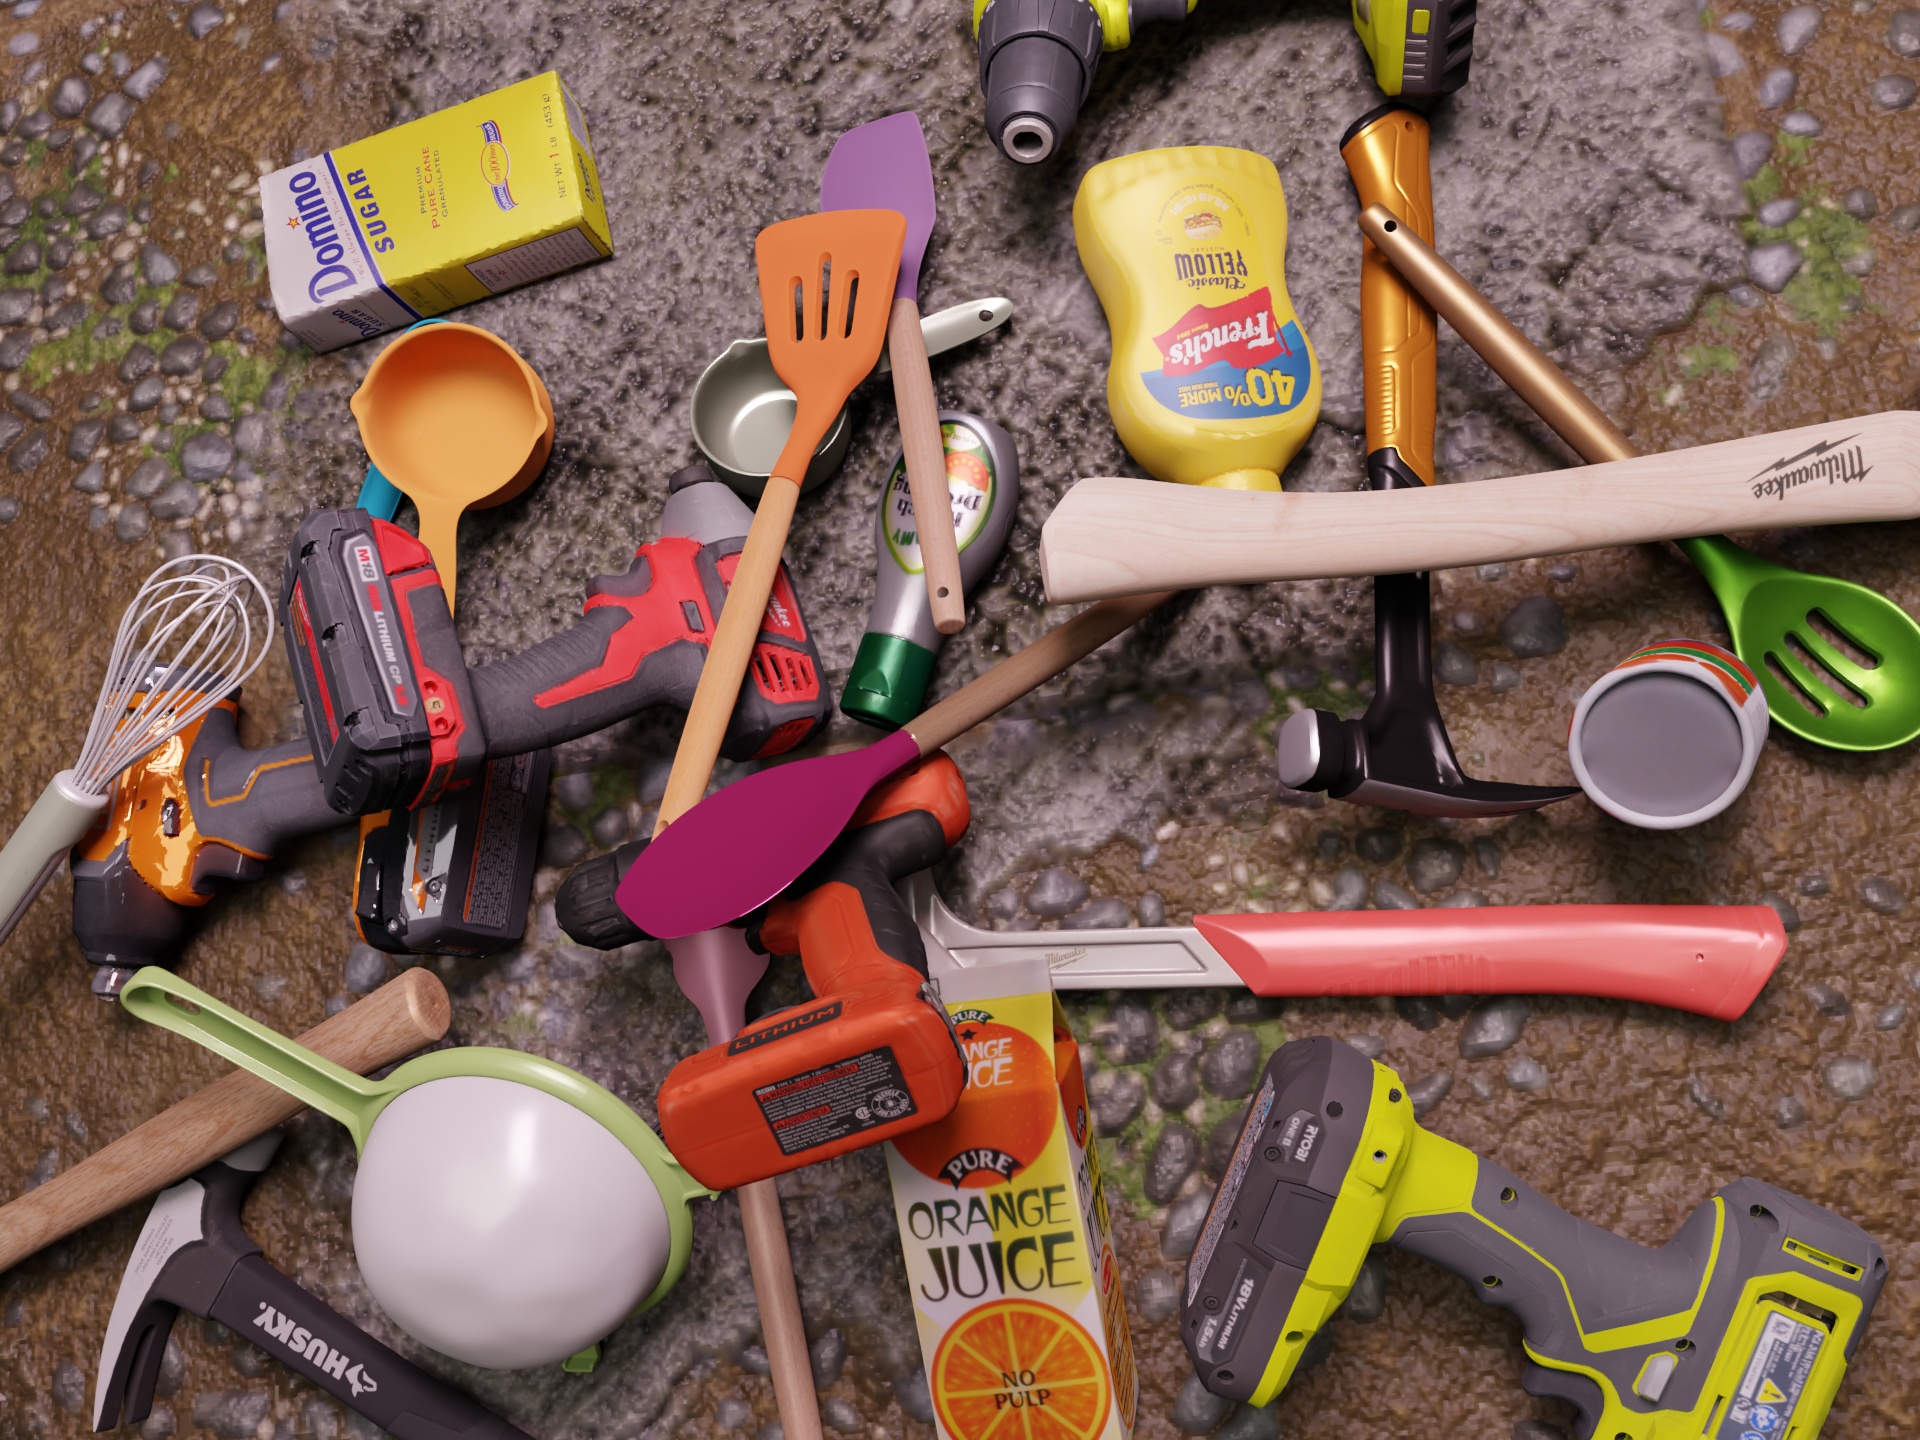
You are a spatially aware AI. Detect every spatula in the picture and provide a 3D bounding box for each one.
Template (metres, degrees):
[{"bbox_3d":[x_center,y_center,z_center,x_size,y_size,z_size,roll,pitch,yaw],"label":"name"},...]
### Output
[{"bbox_3d":[-0.088,-0.088,0.696,0.081,0.041,0.323,1,62,24],"label":"spatula"},{"bbox_3d":[-0.027,-0.173,0.744,0.060,0.018,0.316,-16,59,11],"label":"spatula"}]

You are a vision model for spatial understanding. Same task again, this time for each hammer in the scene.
[{"bbox_3d":[0.149,0.089,0.671,0.359,0.036,0.149,-3,76,11],"label":"hammer"},{"bbox_3d":[0.238,-0.074,0.629,0.410,0.038,0.146,-6,73,-1],"label":"hammer"},{"bbox_3d":[0.200,-0.123,0.697,0.127,0.034,0.337,9,71,-17],"label":"hammer"},{"bbox_3d":[-0.233,0.312,0.698,0.335,0.035,0.146,25,82,16],"label":"hammer"},{"bbox_3d":[-0.370,0.202,0.721,0.331,0.031,0.130,-29,61,11],"label":"hammer"}]

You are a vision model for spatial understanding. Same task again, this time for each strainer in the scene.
[{"bbox_3d":[-0.234,0.184,0.639,0.256,0.069,0.151,31,120,-6],"label":"strainer"}]

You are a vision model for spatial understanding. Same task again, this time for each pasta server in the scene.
[{"bbox_3d":[-0.090,0.192,0.703,0.060,0.040,0.316,-14,78,8],"label":"pasta server"}]

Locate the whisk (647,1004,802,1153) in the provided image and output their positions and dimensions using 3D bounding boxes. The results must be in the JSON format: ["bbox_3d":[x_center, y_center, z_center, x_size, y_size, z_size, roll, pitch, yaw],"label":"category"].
[{"bbox_3d":[-0.131,0.182,0.679,0.239,0.055,0.055,-32,72,22],"label":"whisk"}]

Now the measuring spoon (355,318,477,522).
[{"bbox_3d":[-0.287,-0.146,0.829,0.042,0.021,0.128,23,91,1],"label":"measuring spoon"}]

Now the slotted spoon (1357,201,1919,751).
[{"bbox_3d":[0.282,-0.109,0.673,0.070,0.031,0.314,-42,81,-1],"label":"slotted spoon"}]

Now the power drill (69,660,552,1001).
[{"bbox_3d":[-0.319,0.058,0.754,0.226,0.084,0.164,3,78,17],"label":"power drill"}]

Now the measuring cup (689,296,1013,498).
[{"bbox_3d":[-0.050,-0.162,0.775,0.167,0.038,0.083,-25,70,-7],"label":"measuring cup"}]

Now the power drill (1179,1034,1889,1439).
[{"bbox_3d":[0.203,0.228,0.597,0.223,0.080,0.171,22,93,8],"label":"power drill"}]

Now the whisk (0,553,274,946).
[{"bbox_3d":[-0.393,0.025,0.722,0.059,0.058,0.246,38,101,-12],"label":"whisk"}]

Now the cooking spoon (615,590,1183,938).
[{"bbox_3d":[-0.001,-0.002,0.661,0.319,0.017,0.069,-33,41,-25],"label":"cooking spoon"}]

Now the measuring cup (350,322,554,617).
[{"bbox_3d":[-0.251,-0.107,0.793,0.095,0.052,0.173,6,92,-1],"label":"measuring cup"}]

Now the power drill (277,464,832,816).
[{"bbox_3d":[-0.172,-0.042,0.698,0.219,0.078,0.143,-10,73,-33],"label":"power drill"}]

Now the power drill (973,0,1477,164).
[{"bbox_3d":[0.118,-0.337,0.737,0.228,0.080,0.191,-1,58,11],"label":"power drill"}]
